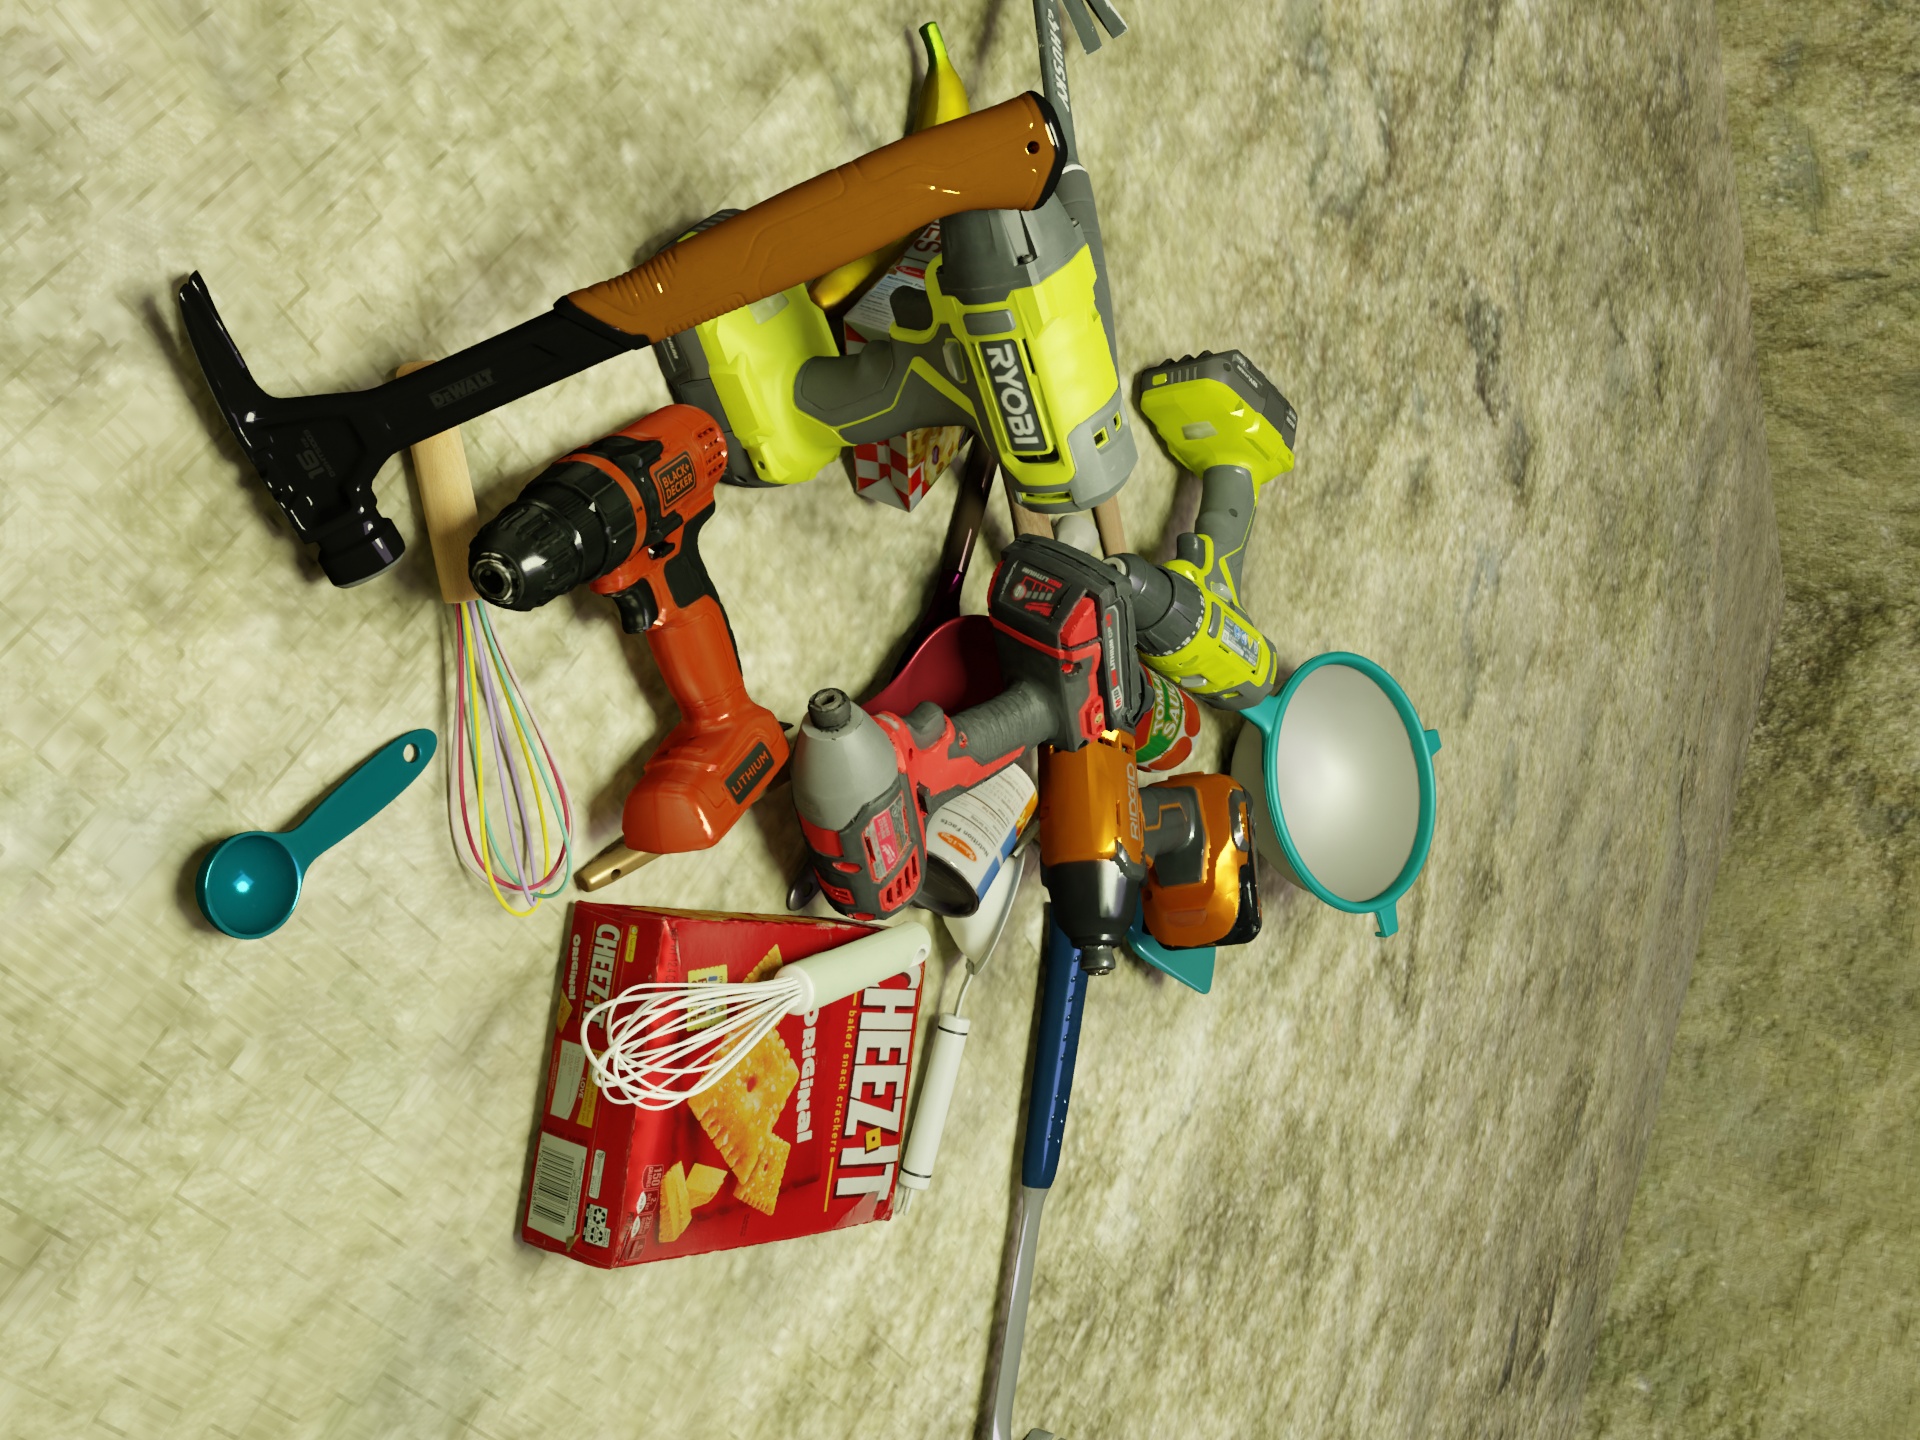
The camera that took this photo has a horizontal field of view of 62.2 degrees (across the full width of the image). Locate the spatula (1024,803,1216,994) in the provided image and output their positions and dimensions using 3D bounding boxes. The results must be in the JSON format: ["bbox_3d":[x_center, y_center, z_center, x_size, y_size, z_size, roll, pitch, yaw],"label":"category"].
[{"bbox_3d":[0.094,0.098,1.105,0.317,0.044,0.082,44,47,-45],"label":"spatula"}]

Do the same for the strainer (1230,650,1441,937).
[{"bbox_3d":[0.244,0.022,1.275,0.340,0.095,0.211,34,63,-28],"label":"strainer"}]

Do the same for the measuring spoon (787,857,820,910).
[{"bbox_3d":[-0.057,0.062,0.909,0.124,0.018,0.034,-53,135,-26],"label":"measuring spoon"}]

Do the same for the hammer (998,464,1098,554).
[{"bbox_3d":[0.030,-0.162,0.915,0.331,0.031,0.130,74,36,-54],"label":"hammer"}]

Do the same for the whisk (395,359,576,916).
[{"bbox_3d":[-0.208,-0.031,0.686,0.047,0.051,0.245,-21,108,-44],"label":"whisk"}]

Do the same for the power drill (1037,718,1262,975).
[{"bbox_3d":[0.122,0.093,1.040,0.226,0.084,0.164,25,59,-55],"label":"power drill"}]

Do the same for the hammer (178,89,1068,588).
[{"bbox_3d":[-0.119,-0.171,0.614,0.337,0.034,0.127,-23,120,-2],"label":"hammer"}]

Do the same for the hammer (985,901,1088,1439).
[{"bbox_3d":[0.053,0.328,1.085,0.144,0.035,0.405,15,82,-53],"label":"hammer"}]

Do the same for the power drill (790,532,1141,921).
[{"bbox_3d":[-0.001,-0.003,0.869,0.220,0.079,0.143,-39,138,-28],"label":"power drill"}]

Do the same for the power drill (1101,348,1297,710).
[{"bbox_3d":[0.165,-0.139,1.118,0.190,0.080,0.229,30,64,-47],"label":"power drill"}]

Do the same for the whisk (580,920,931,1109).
[{"bbox_3d":[-0.085,0.129,0.753,0.246,0.059,0.057,-11,135,-59],"label":"whisk"}]

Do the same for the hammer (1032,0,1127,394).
[{"bbox_3d":[0.059,-0.309,0.878,0.149,0.036,0.409,30,47,-46],"label":"hammer"}]

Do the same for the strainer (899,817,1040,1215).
[{"bbox_3d":[-0.004,0.180,0.988,0.087,0.050,0.258,167,-63,-83],"label":"strainer"}]

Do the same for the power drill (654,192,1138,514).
[{"bbox_3d":[-0.037,-0.183,0.743,0.080,0.223,0.171,-48,130,-39],"label":"power drill"}]

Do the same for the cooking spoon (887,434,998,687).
[{"bbox_3d":[0.002,-0.114,0.976,0.068,0.017,0.319,30,71,-50],"label":"cooking spoon"}]

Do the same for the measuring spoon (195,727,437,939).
[{"bbox_3d":[-0.262,0.041,0.649,0.129,0.021,0.042,-52,133,-48],"label":"measuring spoon"}]

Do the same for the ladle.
[{"bbox_3d":[-0.079,0.016,0.863,0.315,0.031,0.069,-32,128,-41],"label":"ladle"}]

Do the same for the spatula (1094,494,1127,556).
[{"bbox_3d":[0.077,-0.229,1.056,0.060,0.018,0.315,-49,133,-44],"label":"spatula"}]
